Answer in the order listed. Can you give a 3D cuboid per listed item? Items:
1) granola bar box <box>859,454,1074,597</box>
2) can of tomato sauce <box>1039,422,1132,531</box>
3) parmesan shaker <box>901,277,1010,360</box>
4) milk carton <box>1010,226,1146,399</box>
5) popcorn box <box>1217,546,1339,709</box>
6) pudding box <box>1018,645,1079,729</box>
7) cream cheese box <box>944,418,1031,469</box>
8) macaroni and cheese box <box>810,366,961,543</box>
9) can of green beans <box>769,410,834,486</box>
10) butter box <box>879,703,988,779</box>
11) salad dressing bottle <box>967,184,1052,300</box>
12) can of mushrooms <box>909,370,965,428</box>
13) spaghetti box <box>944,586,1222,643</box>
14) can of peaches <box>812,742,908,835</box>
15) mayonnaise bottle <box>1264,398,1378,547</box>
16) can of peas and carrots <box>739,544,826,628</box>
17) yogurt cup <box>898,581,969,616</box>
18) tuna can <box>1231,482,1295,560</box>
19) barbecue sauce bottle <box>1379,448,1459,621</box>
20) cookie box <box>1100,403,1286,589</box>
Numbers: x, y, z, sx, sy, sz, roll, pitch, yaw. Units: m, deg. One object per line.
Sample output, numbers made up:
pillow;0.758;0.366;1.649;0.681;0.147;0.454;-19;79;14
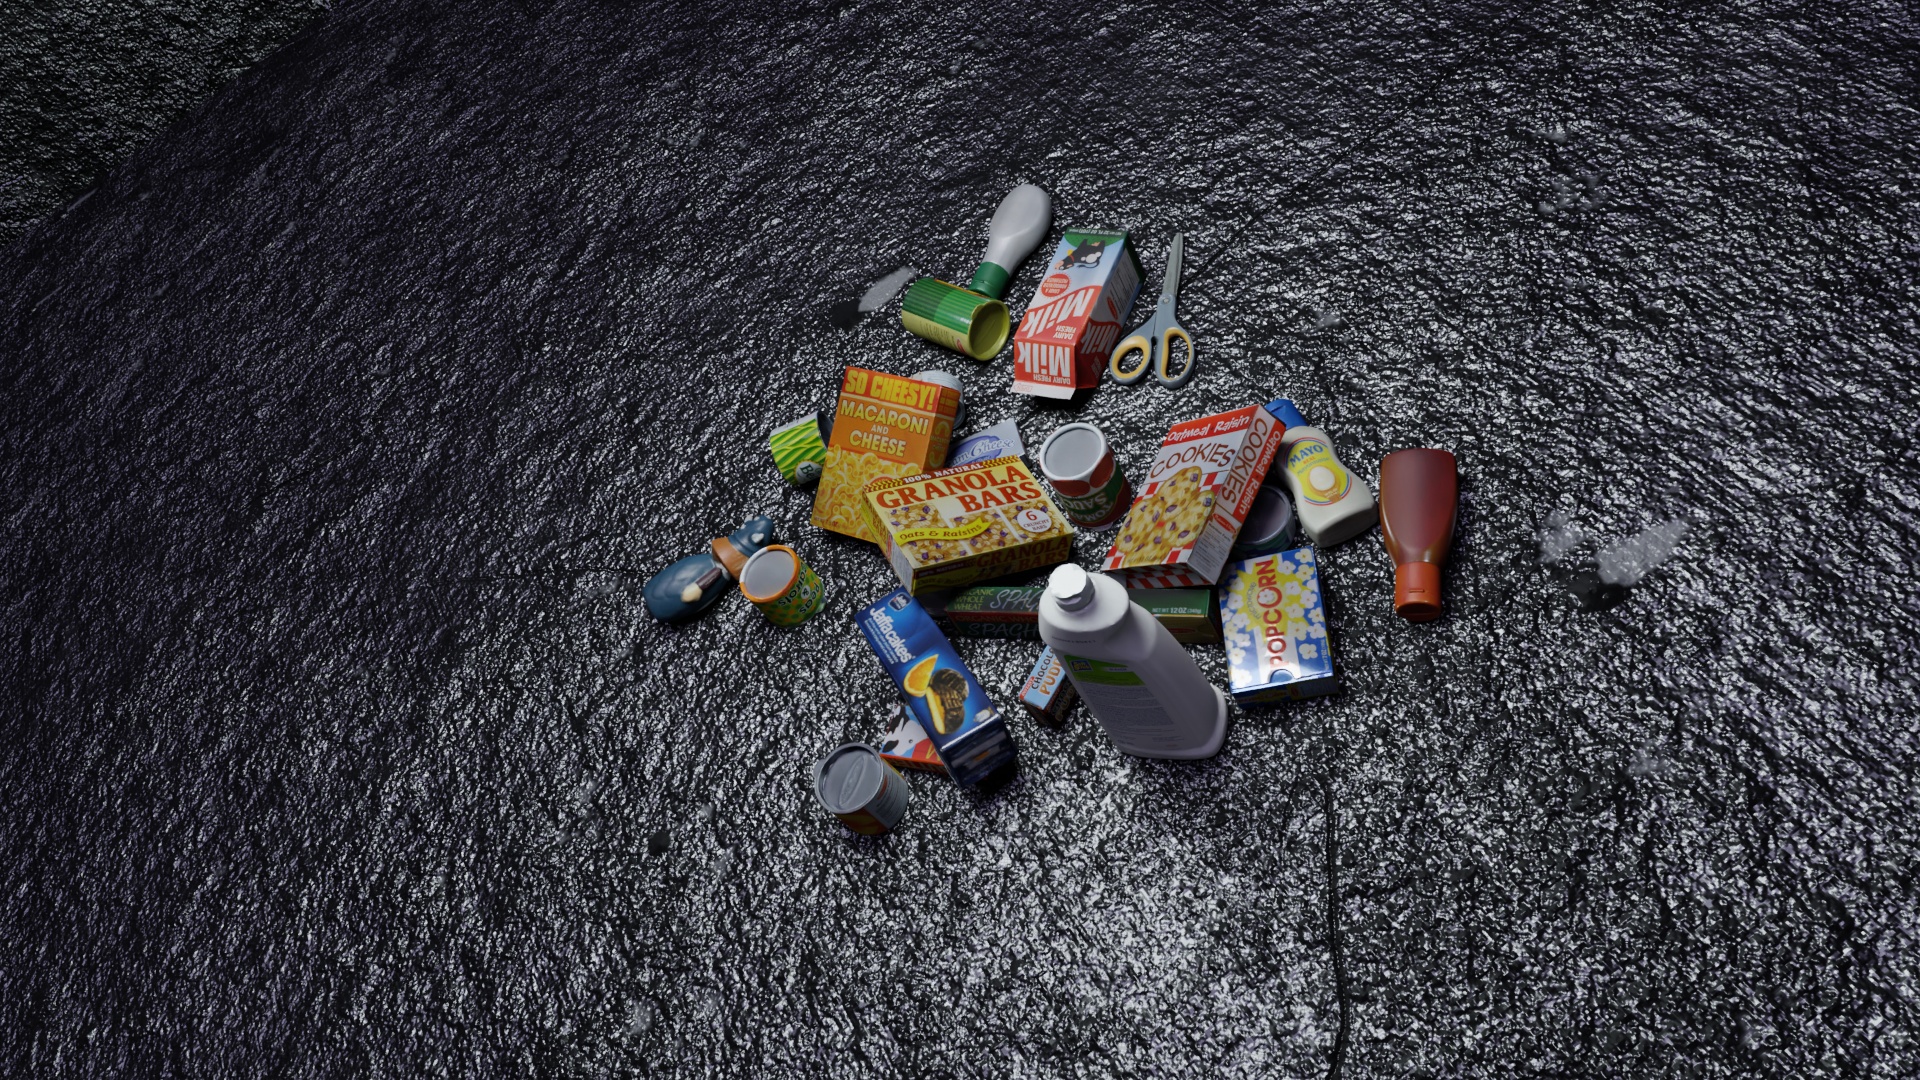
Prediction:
granola bar box;0.005;-0.016;1.305;0.166;0.038;0.124;-13;45;-23
can of tomato sauce;0.117;-0.059;1.302;0.071;0.083;0.071;-13;54;18
parmesan shaker;-0.007;-0.241;1.493;0.103;0.071;0.071;27;73;36
milk carton;0.117;-0.224;1.421;0.072;0.073;0.191;11;64;31
popcorn box;0.266;0.073;1.170;0.085;0.038;0.127;-12;54;17
pudding box;0.088;0.117;1.218;0.030;0.049;0.084;20;69;33
cream cheese box;0.016;-0.080;1.403;0.104;0.024;0.053;-23;50;10
macaroni and cheese box;-0.076;-0.082;1.395;0.124;0.040;0.166;15;93;33
can of green beans;-0.162;-0.097;1.474;0.058;0.071;0.071;-21;52;13
butter box;-0.018;0.180;1.243;0.103;0.024;0.053;5;60;28
salad dressing bottle;0.053;-0.326;1.541;0.064;0.044;0.148;14;67;30
can of mushrooms;-0.029;-0.142;1.442;0.071;0.071;0.033;-14;54;17
spaghetti box;0.107;0.066;1.243;0.250;0.050;0.029;0;57;26
can of peaches;-0.088;0.219;1.228;0.071;0.058;0.071;-13;54;19
mayonnaise bottle;0.312;-0.065;1.239;0.065;0.041;0.149;-27;51;7
can of peas and carrots;-0.176;0.047;1.388;0.071;0.058;0.071;-13;54;18
yogurt cup;-0.024;0.032;1.322;0.072;0.072;0.054;-14;46;17
tuna can;0.261;-0.015;1.235;0.071;0.032;0.071;-13;54;18
barbecue sauce bottle;0.384;-0.006;1.163;0.065;0.043;0.149;-1;59;21
cookie box;0.208;-0.036;1.237;0.122;0.040;0.168;-9;48;59
